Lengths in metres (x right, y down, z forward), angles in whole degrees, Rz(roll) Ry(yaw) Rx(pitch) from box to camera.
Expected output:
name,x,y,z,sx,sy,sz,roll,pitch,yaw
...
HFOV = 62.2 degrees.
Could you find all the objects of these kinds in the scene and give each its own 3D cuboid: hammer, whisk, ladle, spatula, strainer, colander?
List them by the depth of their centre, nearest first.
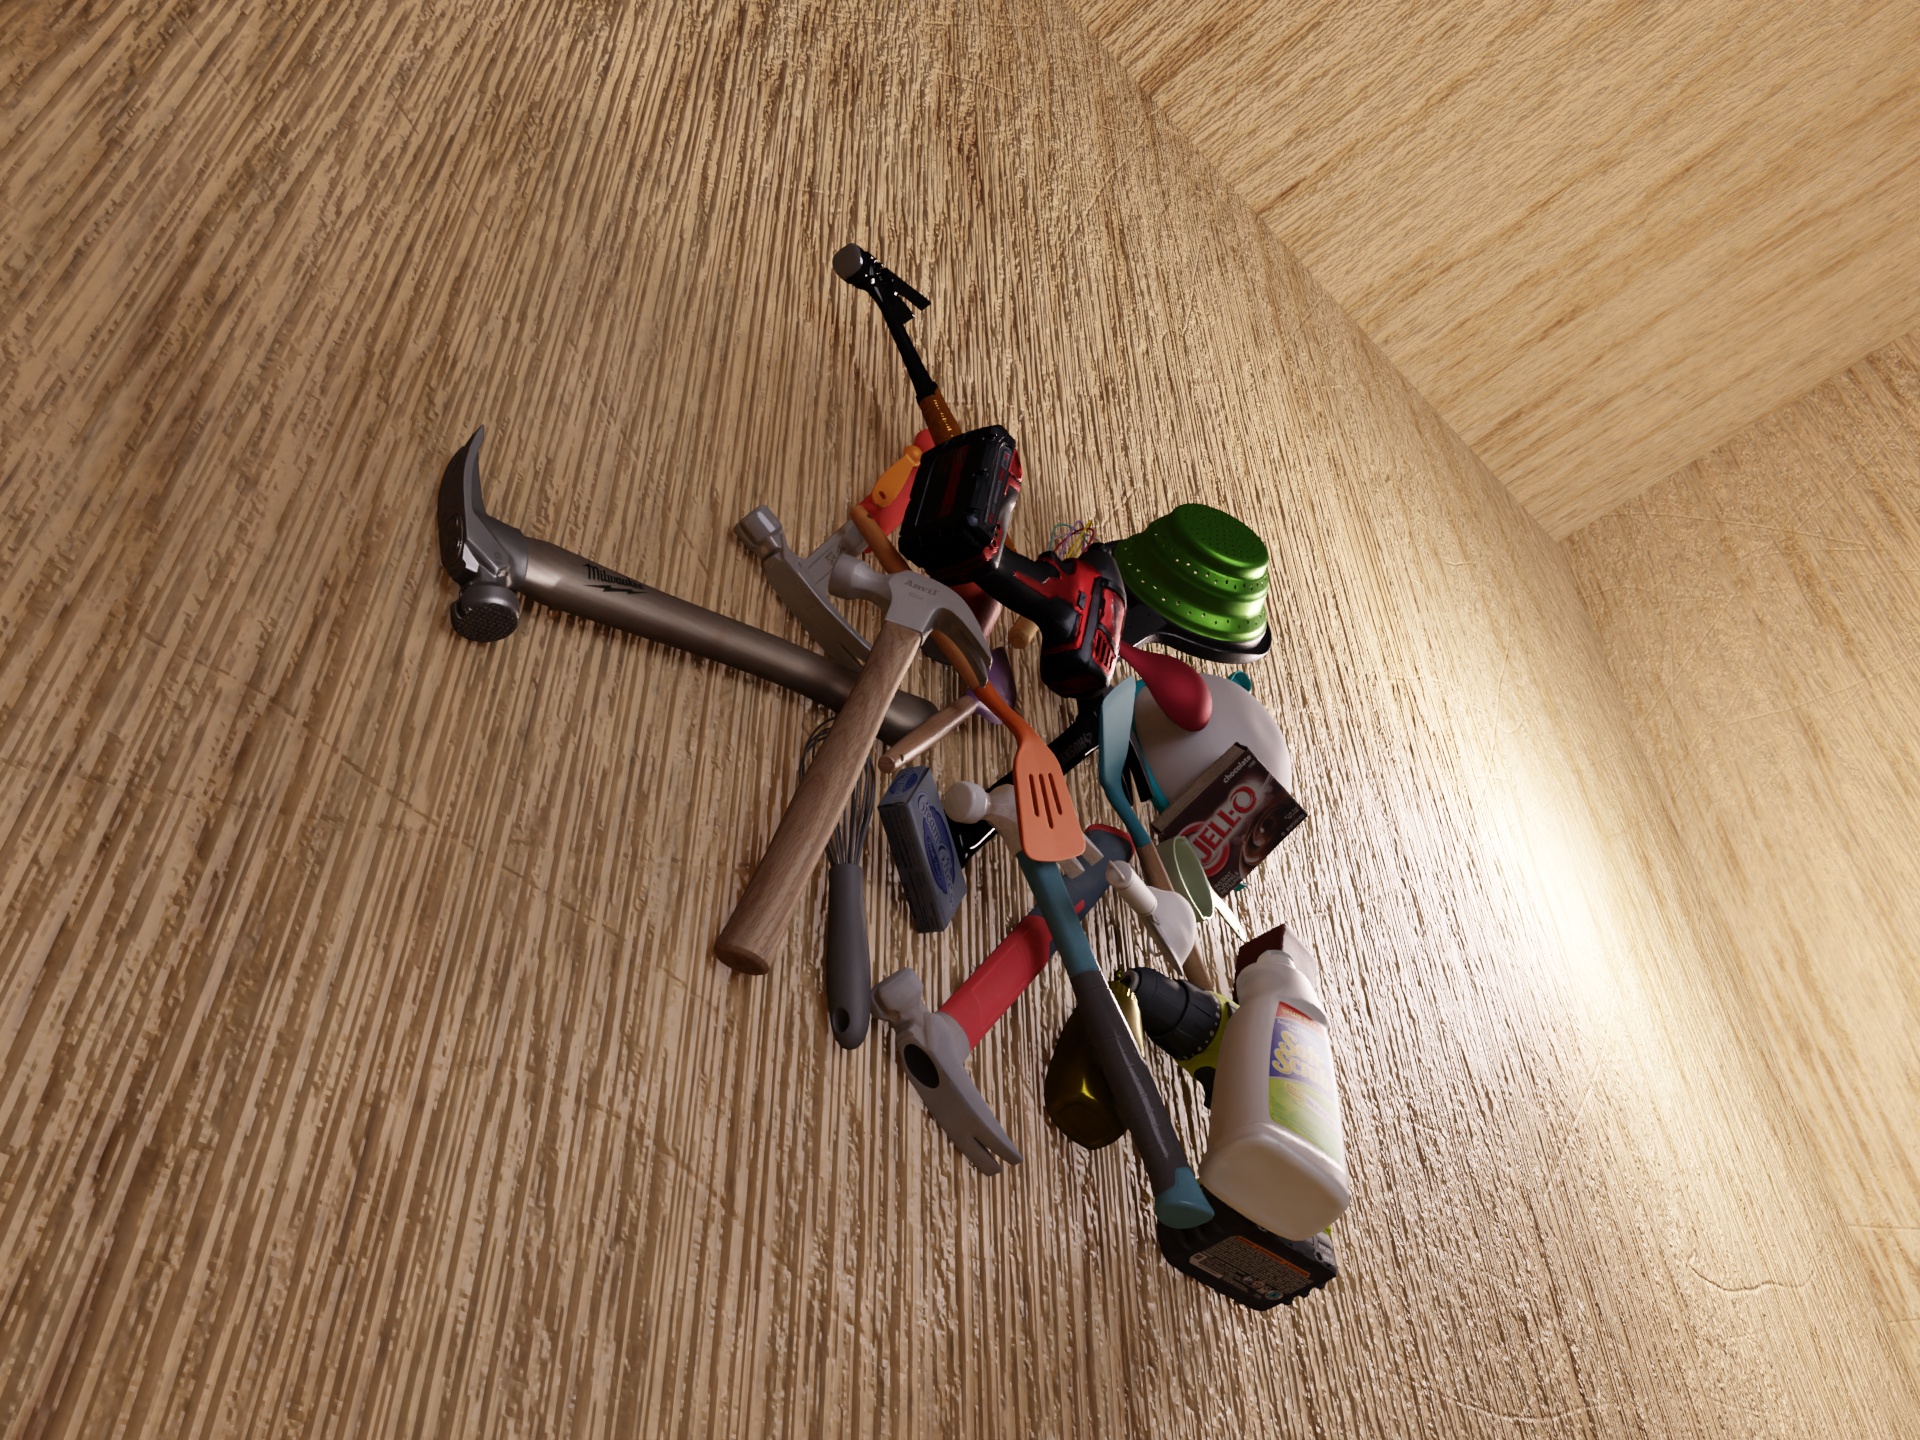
name,x,y,z,sx,sy,sz,roll,pitch,yaw
hammer,-0.074,0.023,1.028,0.130,0.031,0.331,19,51,6
whisk,-0.077,0.100,1.030,0.055,0.055,0.239,28,44,-40
hammer,-0.163,-0.062,1.072,0.410,0.038,0.146,23,42,-44
hammer,0.091,0.189,1.099,0.128,0.033,0.331,12,46,-48
hammer,0.062,0.175,1.161,0.143,0.038,0.386,57,30,-1
spatula,-0.003,-0.036,1.184,0.081,0.041,0.323,0,50,-54
strainer,0.141,0.138,1.191,0.087,0.050,0.258,58,4,24
spatula,-0.002,-0.004,1.201,0.316,0.018,0.059,-36,111,-69
hammer,0.064,0.049,1.280,0.146,0.035,0.335,63,32,-5
spatula,0.168,0.122,1.297,0.082,0.044,0.317,-36,105,-60
hammer,-0.061,-0.163,1.318,0.149,0.036,0.359,51,30,-9
hammer,-0.018,-0.267,1.400,0.127,0.034,0.337,20,43,-58
ladle,0.104,-0.093,1.429,0.315,0.031,0.069,34,47,-7
whisk,0.088,-0.133,1.499,0.051,0.047,0.245,50,33,-12
colander,0.205,-0.129,1.563,0.204,0.094,0.397,38,35,15
strainer,0.276,0.006,1.580,0.211,0.095,0.340,52,31,-7

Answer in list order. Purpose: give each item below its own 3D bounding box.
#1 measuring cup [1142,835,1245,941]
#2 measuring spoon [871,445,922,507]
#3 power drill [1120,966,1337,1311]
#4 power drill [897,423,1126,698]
name,x,y,z,sx,sy,sz,roll,pitch,yaw
measuring cup,0.206,0.162,1.394,0.167,0.038,0.083,46,29,-46
measuring spoon,-0.051,-0.204,1.324,0.021,0.011,0.117,48,31,-13
power drill,0.195,0.302,1.193,0.190,0.080,0.229,34,34,-25
power drill,0.056,-0.129,1.274,0.219,0.078,0.143,40,51,-37
